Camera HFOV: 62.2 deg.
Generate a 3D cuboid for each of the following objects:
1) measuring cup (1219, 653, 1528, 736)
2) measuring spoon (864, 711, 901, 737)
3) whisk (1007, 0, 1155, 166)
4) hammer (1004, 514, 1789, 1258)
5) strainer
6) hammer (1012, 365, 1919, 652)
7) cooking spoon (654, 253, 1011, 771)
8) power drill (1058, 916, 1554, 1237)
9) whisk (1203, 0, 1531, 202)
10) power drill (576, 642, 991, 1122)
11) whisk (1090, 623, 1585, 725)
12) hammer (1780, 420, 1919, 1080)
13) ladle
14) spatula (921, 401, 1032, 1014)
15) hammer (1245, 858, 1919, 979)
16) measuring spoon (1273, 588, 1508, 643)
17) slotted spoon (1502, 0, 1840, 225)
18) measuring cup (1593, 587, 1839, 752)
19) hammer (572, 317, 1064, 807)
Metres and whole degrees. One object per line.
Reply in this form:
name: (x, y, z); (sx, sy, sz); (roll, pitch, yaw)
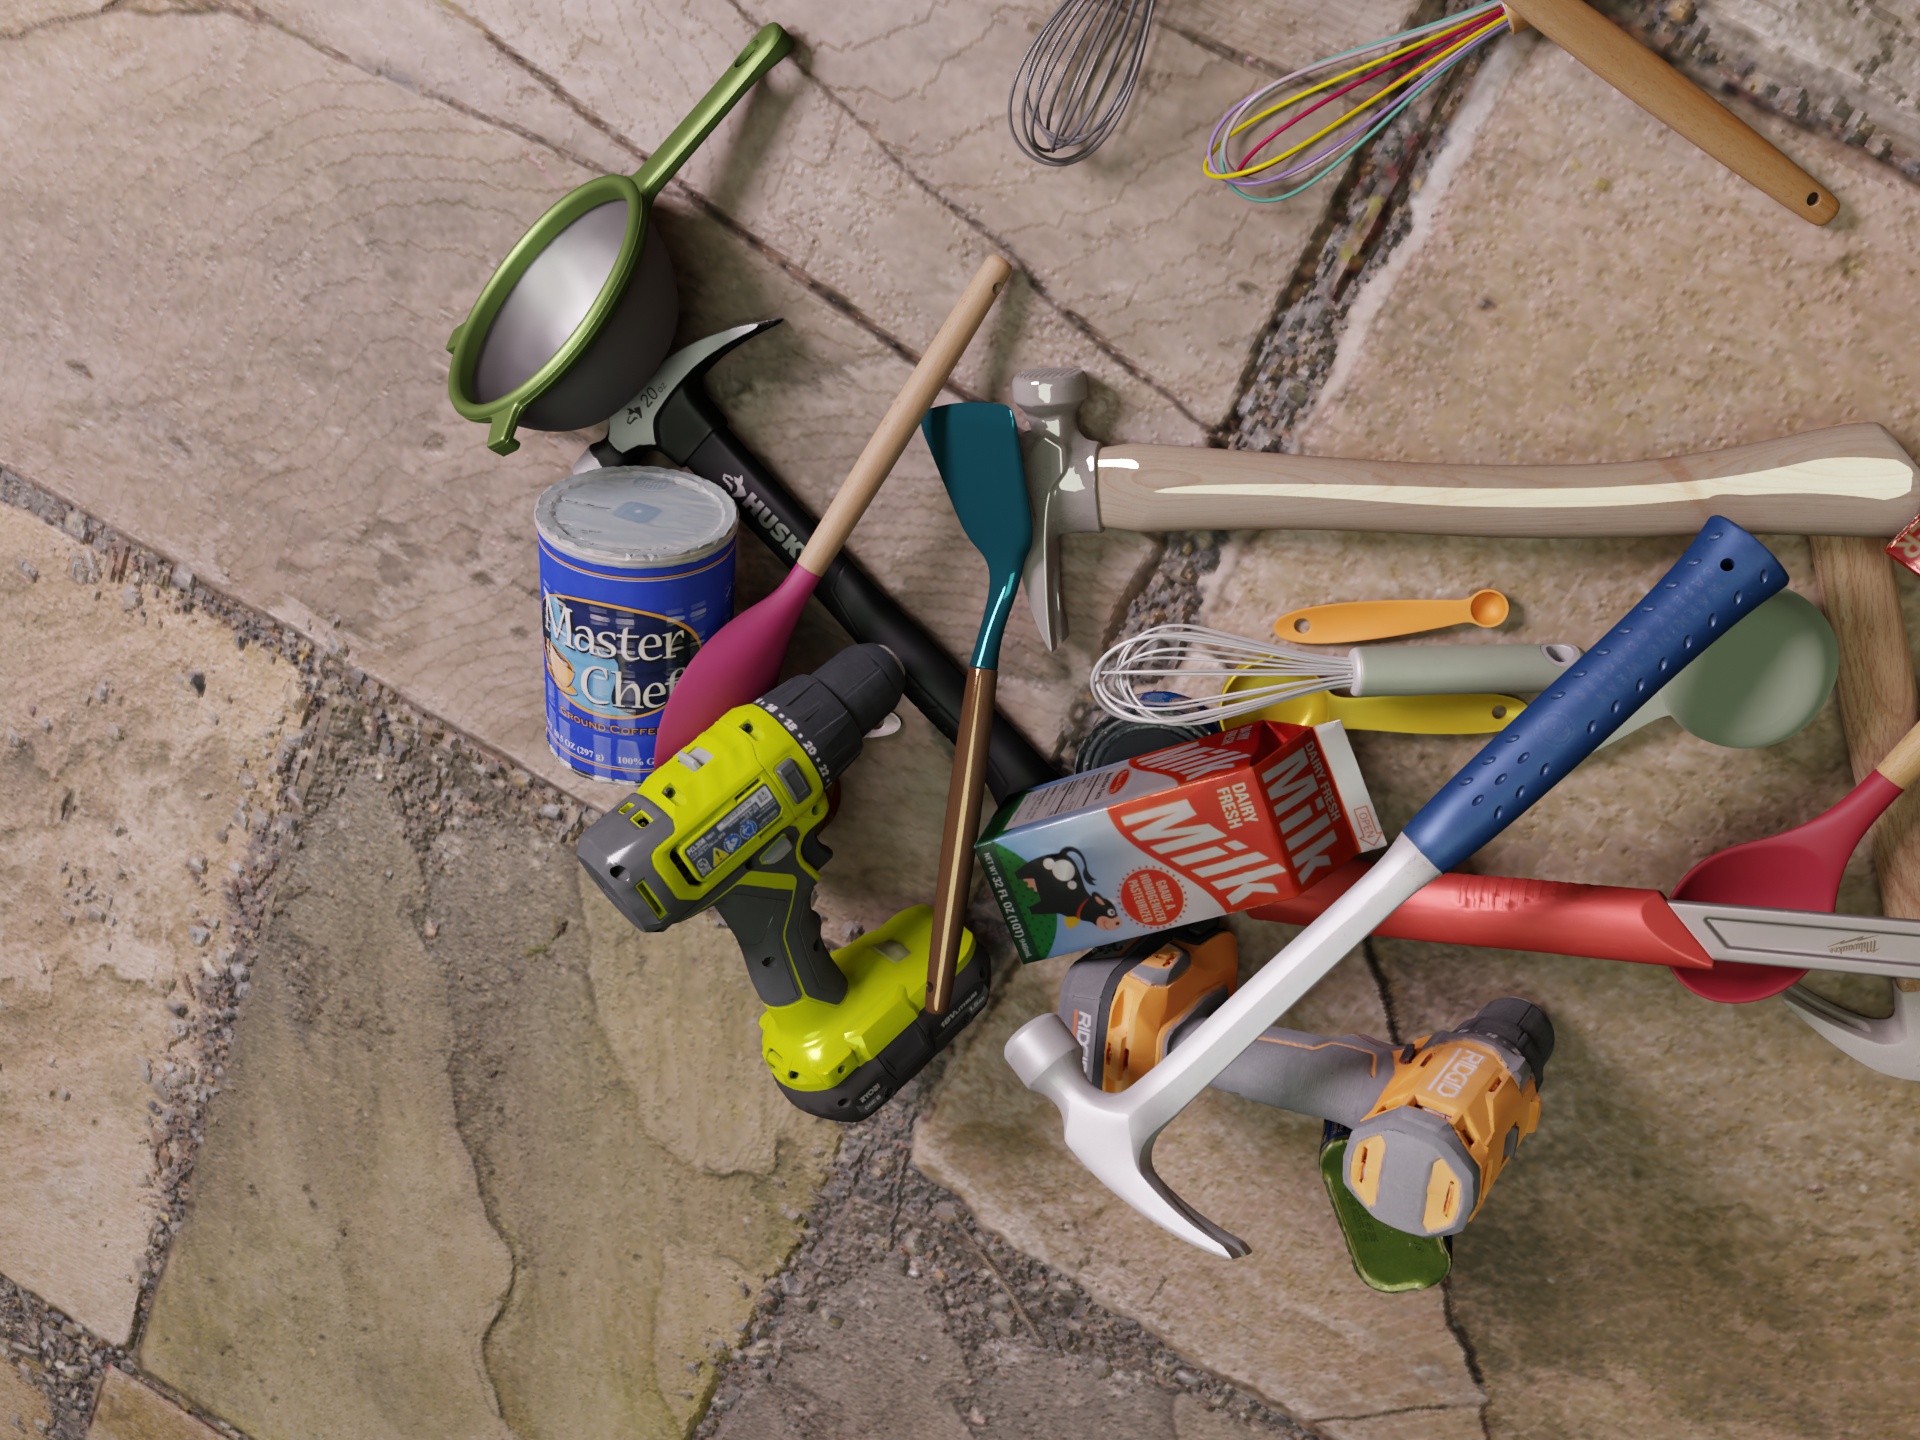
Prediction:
measuring cup: (0.212, -0.007, 0.825); (0.156, 0.029, 0.062); (1, 105, 5)
measuring spoon: (-0.094, -0.004, 0.925); (0.124, 0.018, 0.034); (5, 98, 9)
whisk: (0.088, -0.368, 0.723); (0.055, 0.055, 0.239); (29, 110, 6)
hammer: (0.204, 0.072, 0.716); (0.405, 0.035, 0.144); (-45, 64, 10)
strainer: (-0.161, -0.244, 0.832); (0.256, 0.152, 0.069); (-46, 131, 8)
hammer: (0.224, -0.097, 0.762); (0.411, 0.038, 0.146); (4, 111, 21)
cooking spoon: (-0.064, -0.099, 0.821); (0.017, 0.068, 0.319); (38, 99, 35)
power drill: (0.187, 0.167, 0.829); (0.226, 0.185, 0.084); (16, 114, 32)
whisk: (0.221, -0.301, 0.706); (0.245, 0.047, 0.051); (-23, 99, 20)
power drill: (-0.073, 0.087, 0.857); (0.080, 0.190, 0.228); (24, 148, 51)
whisk: (0.188, -0.023, 0.788); (0.246, 0.058, 0.059); (-1, 133, 1)
hammer: (0.439, 0.023, 0.756); (0.130, 0.031, 0.331); (-13, 104, 20)
ladle: (0.438, 0.006, 0.719); (0.069, 0.031, 0.315); (40, 113, 13)
spatula: (-0.001, -0.003, 0.828); (0.082, 0.044, 0.317); (12, 96, 54)
hammer: (0.309, 0.107, 0.766); (0.359, 0.036, 0.149); (1, 90, 33)
measuring spoon: (0.219, -0.053, 0.812); (0.117, 0.011, 0.021); (-5, 107, 22)
slotted spoon: (0.250, -0.301, 0.669); (0.313, 0.031, 0.070); (31, 113, -11)
measuring cup: (0.330, -0.005, 0.762); (0.167, 0.038, 0.083); (-31, 88, 35)
hammer: (-0.056, -0.070, 0.876); (0.335, 0.035, 0.146); (46, 116, -2)
